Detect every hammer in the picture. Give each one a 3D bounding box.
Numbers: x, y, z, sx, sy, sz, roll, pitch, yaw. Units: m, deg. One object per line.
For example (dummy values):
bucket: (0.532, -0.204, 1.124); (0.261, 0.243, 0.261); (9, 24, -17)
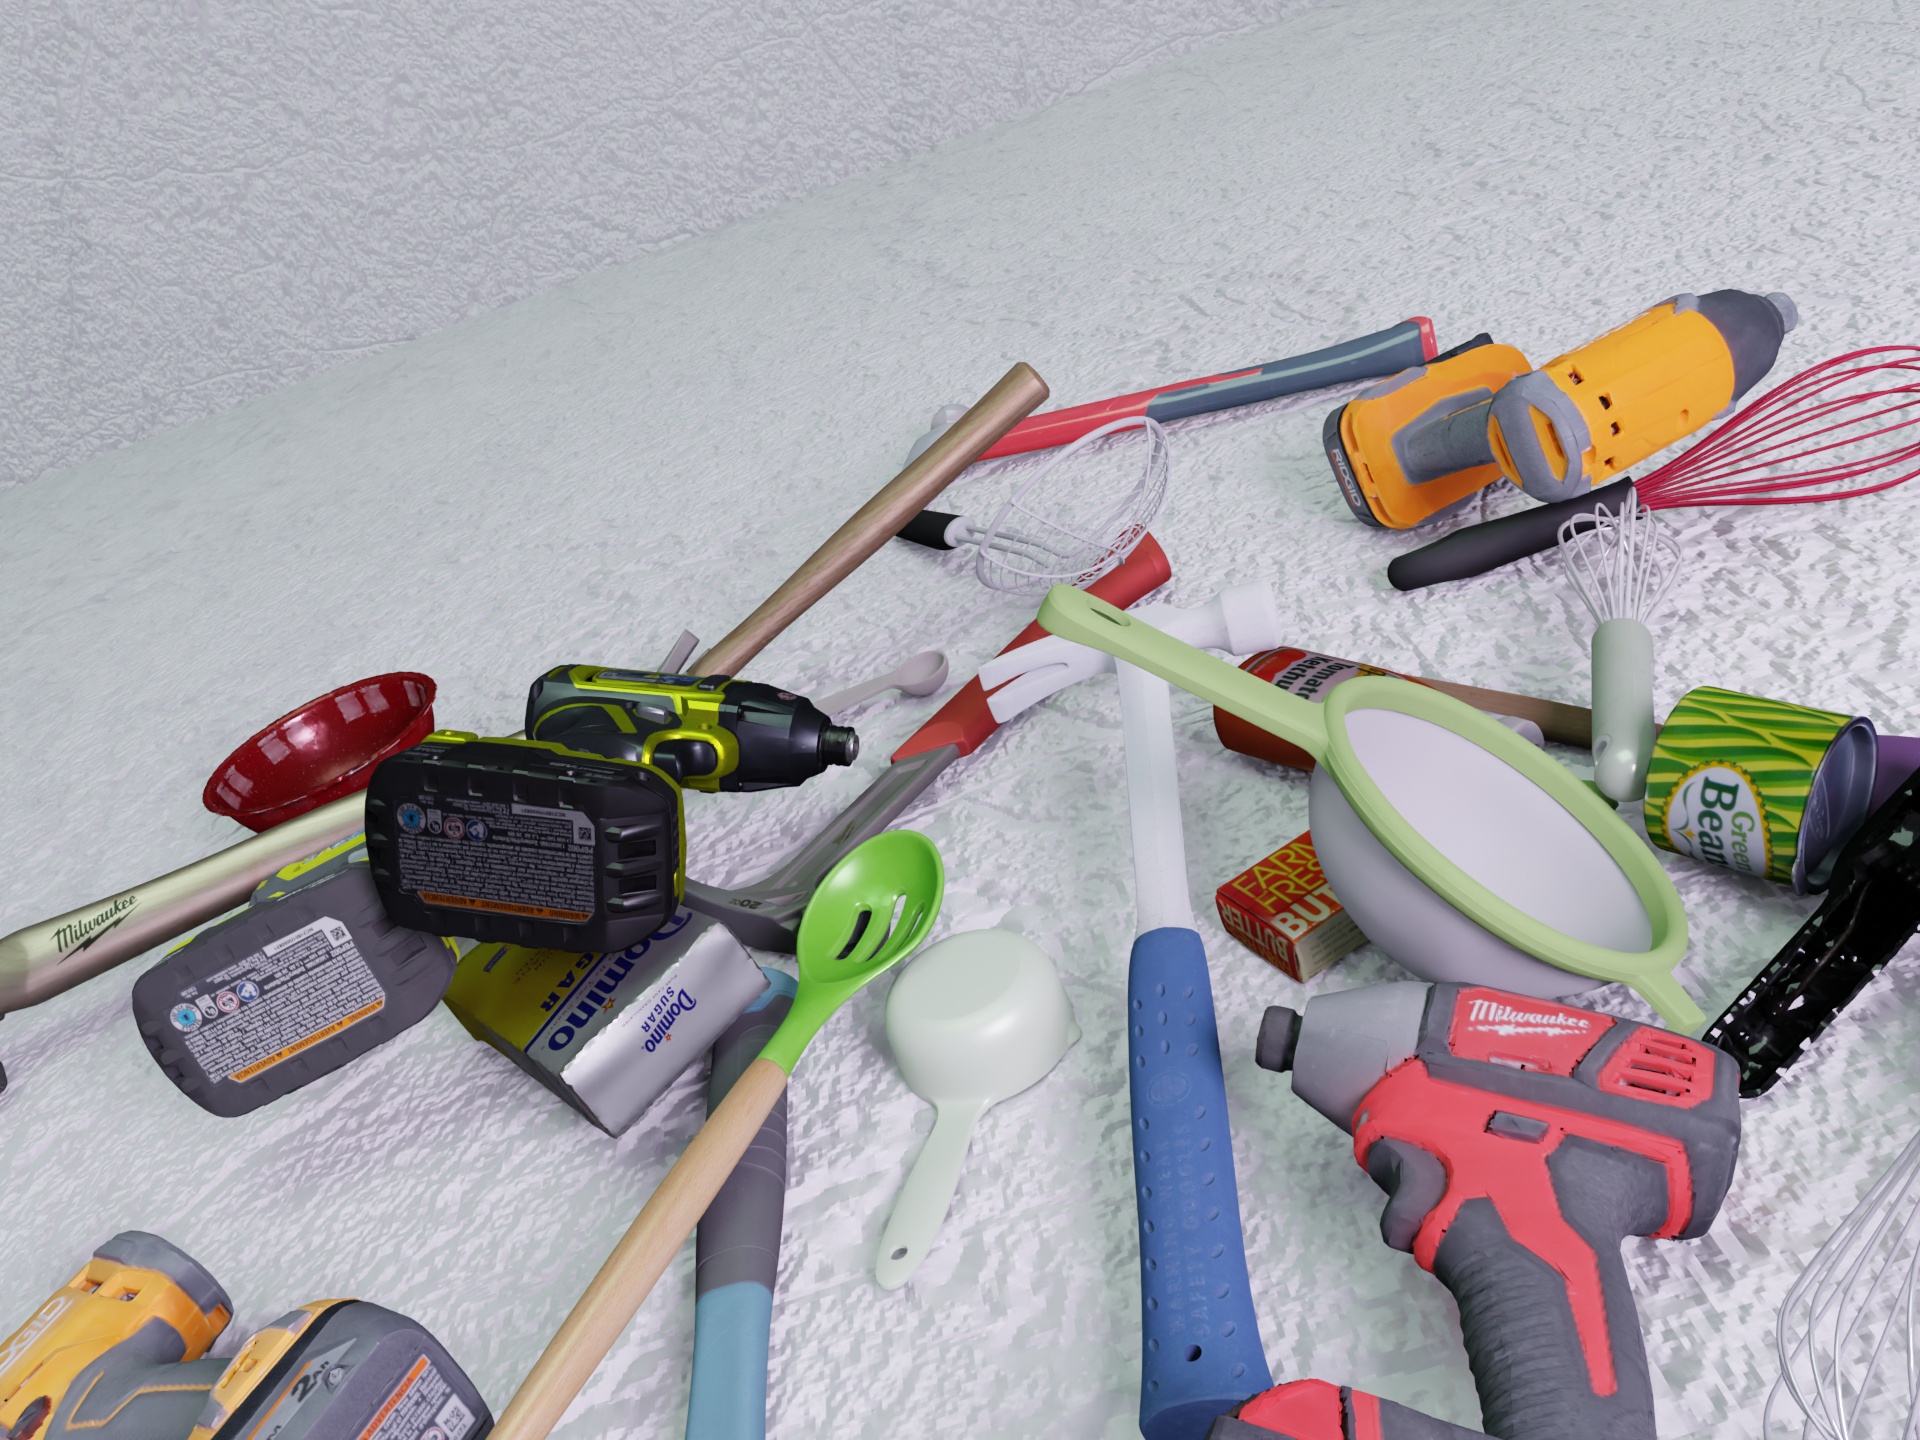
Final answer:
hammer: (-0.077, -0.097, 0.966); (0.331, 0.031, 0.130); (-42, 22, 5)
hammer: (-0.001, -0.003, 0.866); (0.149, 0.036, 0.359); (8, 40, 41)
hammer: (-0.408, 0.074, 0.936); (0.410, 0.038, 0.146); (-24, 72, -14)
hammer: (0.074, 0.080, 0.620); (0.144, 0.035, 0.406); (-13, 37, 13)
hammer: (0.144, -0.221, 1.143); (0.386, 0.038, 0.143); (-9, 32, 21)
hammer: (-0.079, 0.199, 0.573); (0.128, 0.033, 0.331); (-17, 28, 5)

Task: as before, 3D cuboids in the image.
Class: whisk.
whisk: (0.291, -0.038, 0.697); (0.059, 0.057, 0.246); (16, 36, 11)
whisk: (0.291, 0.114, 0.453); (0.070, 0.070, 0.284); (5, 33, 39)
whisk: (0.363, -0.120, 0.809); (0.296, 0.073, 0.073); (-18, 28, 18)

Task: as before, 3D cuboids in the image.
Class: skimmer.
skimmer: (0.011, -0.137, 0.978); (0.127, 0.090, 0.363); (-34, 21, -13)

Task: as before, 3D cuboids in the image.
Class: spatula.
spatula: (0.288, 0.006, 0.678); (0.316, 0.018, 0.060); (15, 48, 46)

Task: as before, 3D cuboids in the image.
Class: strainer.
strainer: (0.133, 0.032, 0.575); (0.256, 0.069, 0.152); (26, 30, -5)

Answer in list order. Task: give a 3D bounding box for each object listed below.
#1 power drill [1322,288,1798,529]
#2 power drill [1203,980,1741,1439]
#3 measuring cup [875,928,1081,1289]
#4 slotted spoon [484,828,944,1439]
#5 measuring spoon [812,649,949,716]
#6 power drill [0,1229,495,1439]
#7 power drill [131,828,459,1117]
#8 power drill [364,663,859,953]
power drill: (0.308, -0.166, 0.831); (0.164, 0.084, 0.226); (-27, 10, -12)
power drill: (0.134, 0.157, 0.437); (0.143, 0.078, 0.220); (11, 36, 19)
measuring cup: (-0.007, 0.142, 0.615); (0.083, 0.038, 0.168); (-8, 29, 23)
slotted spoon: (-0.086, 0.151, 0.599); (0.070, 0.031, 0.314); (-5, 33, 34)
measuring spoon: (-0.061, -0.009, 0.943); (0.124, 0.018, 0.034); (-22, 29, 13)
power drill: (-0.293, 0.272, 0.543); (0.226, 0.084, 0.185); (-5, 33, 35)
power drill: (-0.287, 0.091, 0.796); (0.190, 0.080, 0.228); (-27, 12, 3)
power drill: (-0.155, 0.027, 0.745); (0.171, 0.080, 0.223); (5, 17, 12)
